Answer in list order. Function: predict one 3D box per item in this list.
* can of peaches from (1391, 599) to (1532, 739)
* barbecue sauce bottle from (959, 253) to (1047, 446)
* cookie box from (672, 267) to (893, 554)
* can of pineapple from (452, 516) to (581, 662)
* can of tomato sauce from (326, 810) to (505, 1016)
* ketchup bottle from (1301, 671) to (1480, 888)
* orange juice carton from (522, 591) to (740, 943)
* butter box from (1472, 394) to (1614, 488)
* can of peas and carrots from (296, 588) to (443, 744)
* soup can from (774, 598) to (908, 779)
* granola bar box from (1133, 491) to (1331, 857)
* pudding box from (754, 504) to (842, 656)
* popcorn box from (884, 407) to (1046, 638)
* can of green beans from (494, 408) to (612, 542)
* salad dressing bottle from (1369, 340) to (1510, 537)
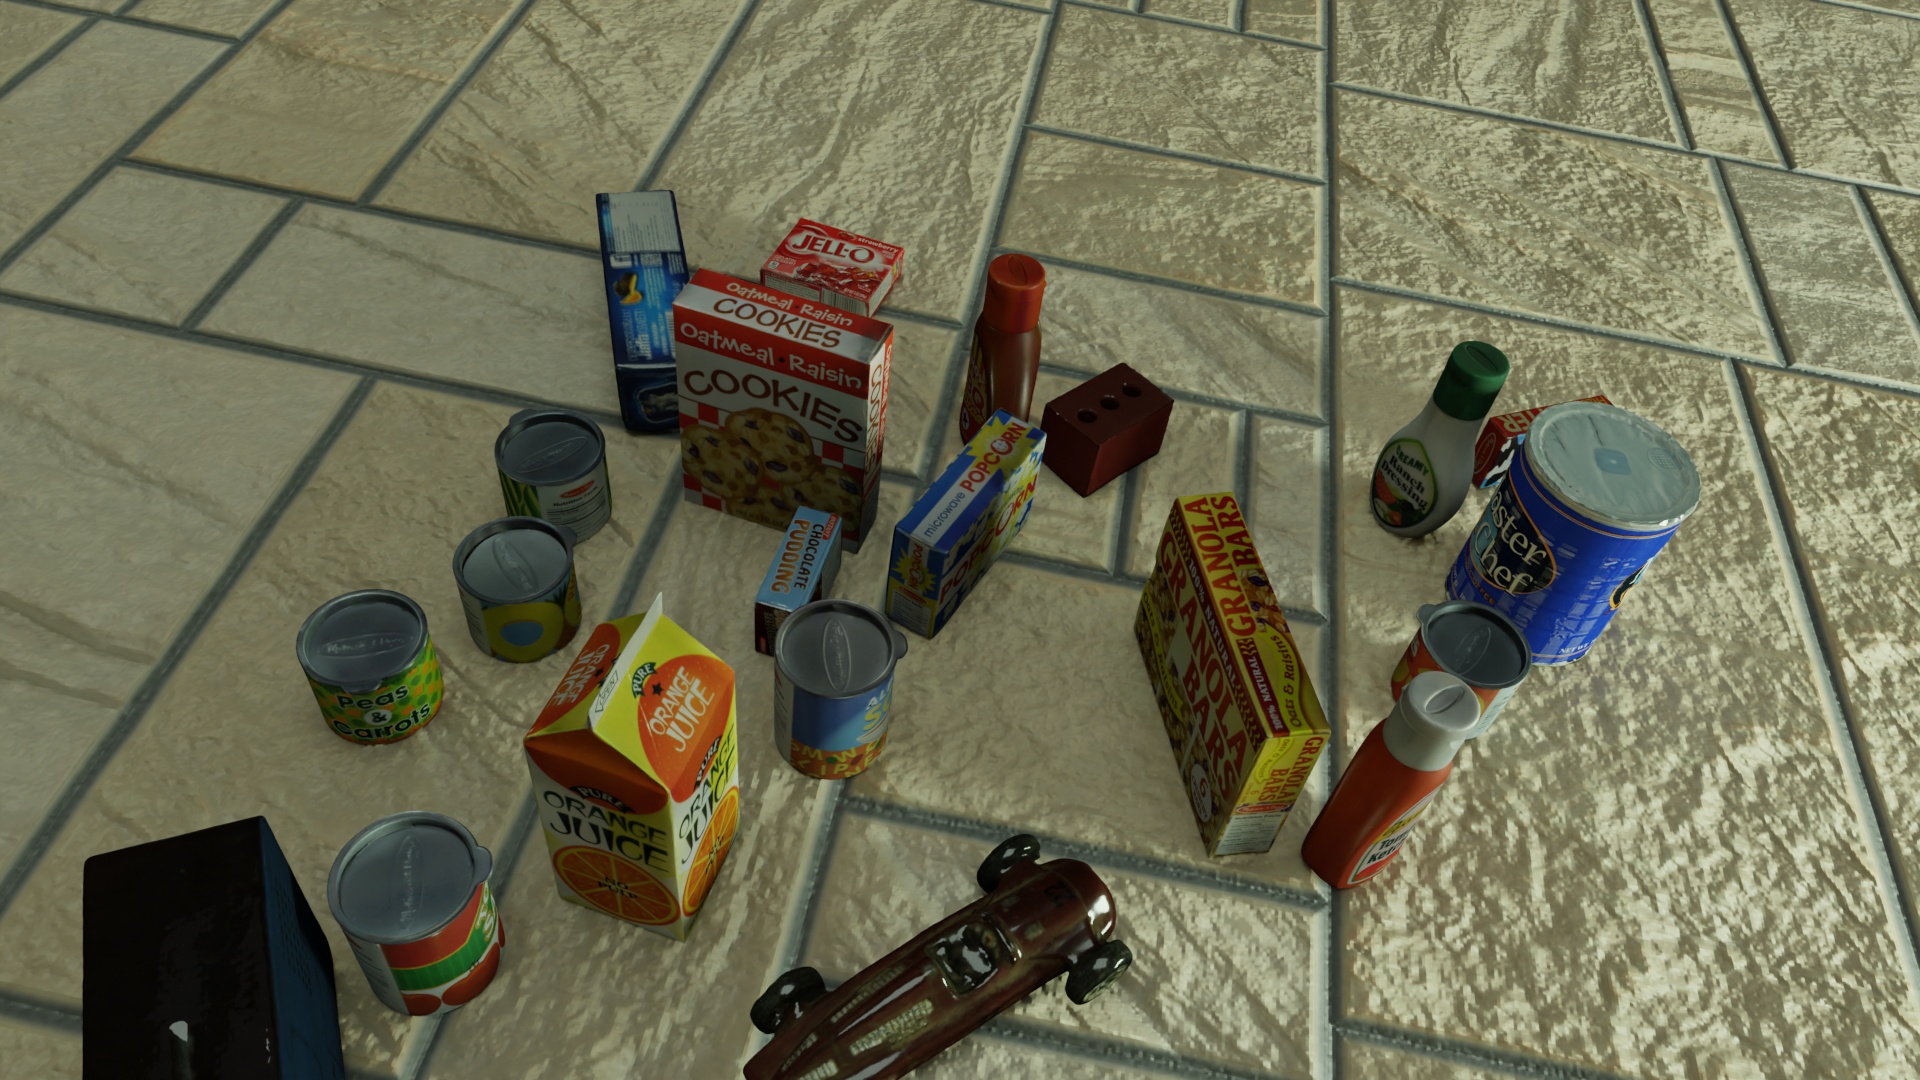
[{"bbox_3d":[0.301,0.078,0.844,0.071,0.057,0.071,4,48,-4],"label":"can of peaches"},{"bbox_3d":[0.029,-0.121,0.923,0.044,0.147,0.065,-7,50,-14],"label":"barbecue sauce bottle"},{"bbox_3d":[-0.109,-0.076,0.851,0.123,0.166,0.040,18,49,8],"label":"cookie box"},{"bbox_3d":[-0.255,0.028,0.810,0.071,0.057,0.071,4,48,-4],"label":"can of pineapple"},{"bbox_3d":[-0.254,0.178,0.661,0.071,0.082,0.071,4,48,-4],"label":"can of tomato sauce"},{"bbox_3d":[0.227,0.125,0.731,0.065,0.148,0.043,-27,57,-28],"label":"ketchup bottle"},{"bbox_3d":[-0.153,0.109,0.663,0.073,0.191,0.072,17,49,8],"label":"orange juice carton"},{"bbox_3d":[0.417,-0.071,0.997,0.104,0.052,0.024,-12,51,-18],"label":"butter box"},{"bbox_3d":[-0.322,0.072,0.762,0.071,0.058,0.071,4,48,-4],"label":"can of peas and carrots"},{"bbox_3d":[-0.068,0.083,0.770,0.071,0.083,0.072,4,48,-4],"label":"soup can"},{"bbox_3d":[0.146,0.074,0.781,0.039,0.123,0.166,-4,49,-11],"label":"granola bar box"},{"bbox_3d":[-0.097,0.025,0.841,0.030,0.049,0.084,15,48,5],"label":"pudding box"},{"bbox_3d":[0.003,-0.011,0.863,0.038,0.084,0.127,27,51,16],"label":"popcorn box"},{"bbox_3d":[-0.254,-0.039,0.871,0.071,0.057,0.071,4,48,-4],"label":"can of green beans"},{"bbox_3d":[0.315,-0.065,0.914,0.044,0.146,0.064,-19,54,-23],"label":"salad dressing bottle"}]
